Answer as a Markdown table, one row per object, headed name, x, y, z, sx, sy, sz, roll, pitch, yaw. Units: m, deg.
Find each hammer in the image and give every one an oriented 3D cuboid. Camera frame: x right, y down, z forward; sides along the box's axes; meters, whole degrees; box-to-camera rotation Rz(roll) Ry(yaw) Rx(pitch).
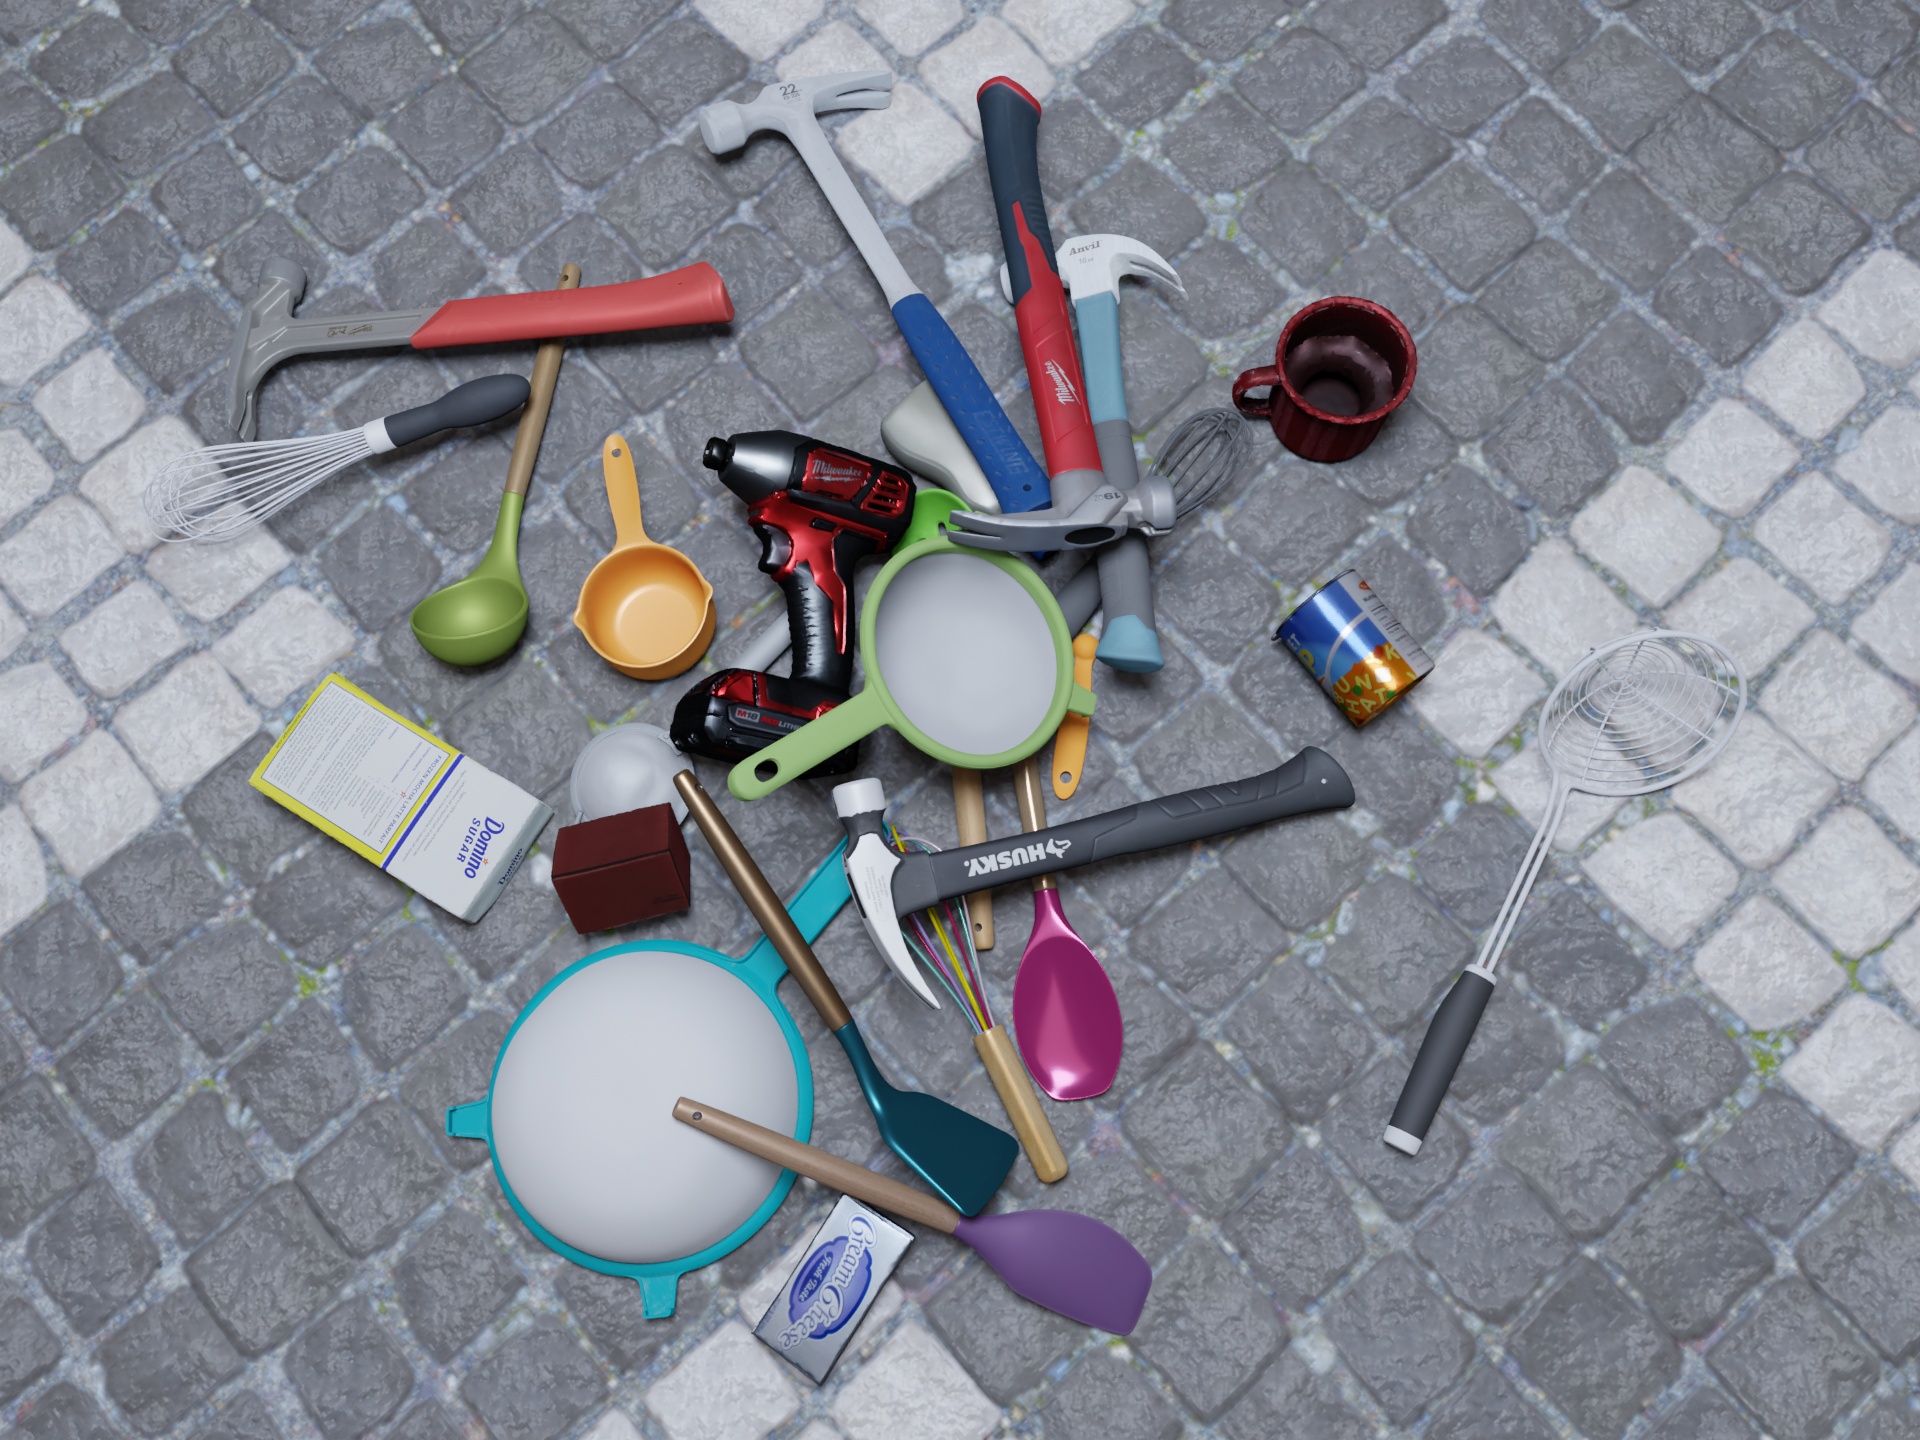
| name | x | y | z | sx | sy | sz | roll | pitch | yaw |
| --- | --- | --- | --- | --- | --- | --- | --- | --- | --- |
| hammer | 0.095 | 0.078 | 1.006 | 0.334 | 0.035 | 0.146 | -12 | 83 | -13 |
| hammer | -0.036 | -0.303 | 1.113 | 0.144 | 0.035 | 0.406 | -24 | 70 | -14 |
| hammer | 0.037 | -0.284 | 1.070 | 0.143 | 0.038 | 0.387 | -5 | 64 | -8 |
| hammer | -0.340 | -0.276 | 1.126 | 0.359 | 0.036 | 0.149 | -3 | 65 | 7 |
| hammer | 0.100 | -0.185 | 1.072 | 0.128 | 0.033 | 0.331 | -11 | 68 | 20 |

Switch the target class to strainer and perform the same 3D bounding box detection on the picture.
| name | x | y | z | sx | sy | sz | roll | pitch | yaw |
| --- | --- | --- | --- | --- | --- | --- | --- | --- | --- |
| strainer | -0.045 | -0.013 | 0.990 | 0.256 | 0.069 | 0.151 | -32 | 93 | -30 |
| strainer | -0.175 | -0.007 | 1.072 | 0.087 | 0.050 | 0.258 | 41 | 77 | 12 |
| strainer | -0.160 | 0.188 | 0.991 | 0.211 | 0.095 | 0.340 | 38 | 82 | 11 |

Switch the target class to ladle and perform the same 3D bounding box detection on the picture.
| name | x | y | z | sx | sy | sz | roll | pitch | yaw |
| --- | --- | --- | --- | --- | --- | --- | --- | --- | --- |
| ladle | -0.313 | -0.187 | 1.117 | 0.078 | 0.062 | 0.320 | 6 | 73 | 12 |

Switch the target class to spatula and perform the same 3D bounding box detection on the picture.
| name | x | y | z | sx | sy | sz | roll | pitch | yaw |
| --- | --- | --- | --- | --- | --- | --- | --- | --- | --- |
| spatula | -0.078 | 0.160 | 0.973 | 0.044 | 0.082 | 0.317 | -32 | 93 | 31 |
| spatula | -0.025 | 0.290 | 0.956 | 0.315 | 0.018 | 0.060 | 25 | 77 | -10 |

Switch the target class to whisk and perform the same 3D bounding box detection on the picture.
| name | x | y | z | sx | sy | sz | roll | pitch | yaw |
| --- | --- | --- | --- | --- | --- | --- | --- | --- | --- |
| whisk | 0.117 | -0.122 | 1.087 | 0.055 | 0.055 | 0.239 | 39 | 85 | 11 |
| whisk | -0.434 | -0.189 | 1.108 | 0.284 | 0.070 | 0.070 | -19 | 75 | 1 |
| whisk | 0.006 | 0.177 | 1.008 | 0.051 | 0.047 | 0.245 | -21 | 80 | -29 |

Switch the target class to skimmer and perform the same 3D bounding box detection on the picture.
| name | x | y | z | sx | sy | sz | roll | pitch | yaw |
| --- | --- | --- | --- | --- | --- | --- | --- | --- | --- |
| skimmer | 0.369 | 0.109 | 0.990 | 0.127 | 0.090 | 0.363 | 33 | 80 | -22 |

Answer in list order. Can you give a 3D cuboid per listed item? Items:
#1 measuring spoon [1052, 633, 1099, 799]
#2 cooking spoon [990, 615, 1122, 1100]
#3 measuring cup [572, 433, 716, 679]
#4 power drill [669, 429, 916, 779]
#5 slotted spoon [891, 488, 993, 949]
| name | x | y | z | sx | sy | sz | roll | pitch | yaw |
| --- | --- | --- | --- | --- | --- | --- | --- | --- | --- |
| measuring spoon | 0.078 | -0.004 | 1.072 | 0.021 | 0.011 | 0.117 | 9 | 76 | 5 |
| cooking spoon | 0.052 | 0.085 | 1.039 | 0.069 | 0.017 | 0.319 | -11 | 79 | 7 |
| measuring cup | -0.220 | -0.110 | 1.094 | 0.095 | 0.052 | 0.174 | -13 | 73 | -1 |
| power drill | -0.115 | -0.080 | 1.039 | 0.143 | 0.078 | 0.220 | 15 | 78 | -25 |
| slotted spoon | -0.002 | -0.003 | 1.068 | 0.070 | 0.031 | 0.314 | -12 | 77 | 23 |
